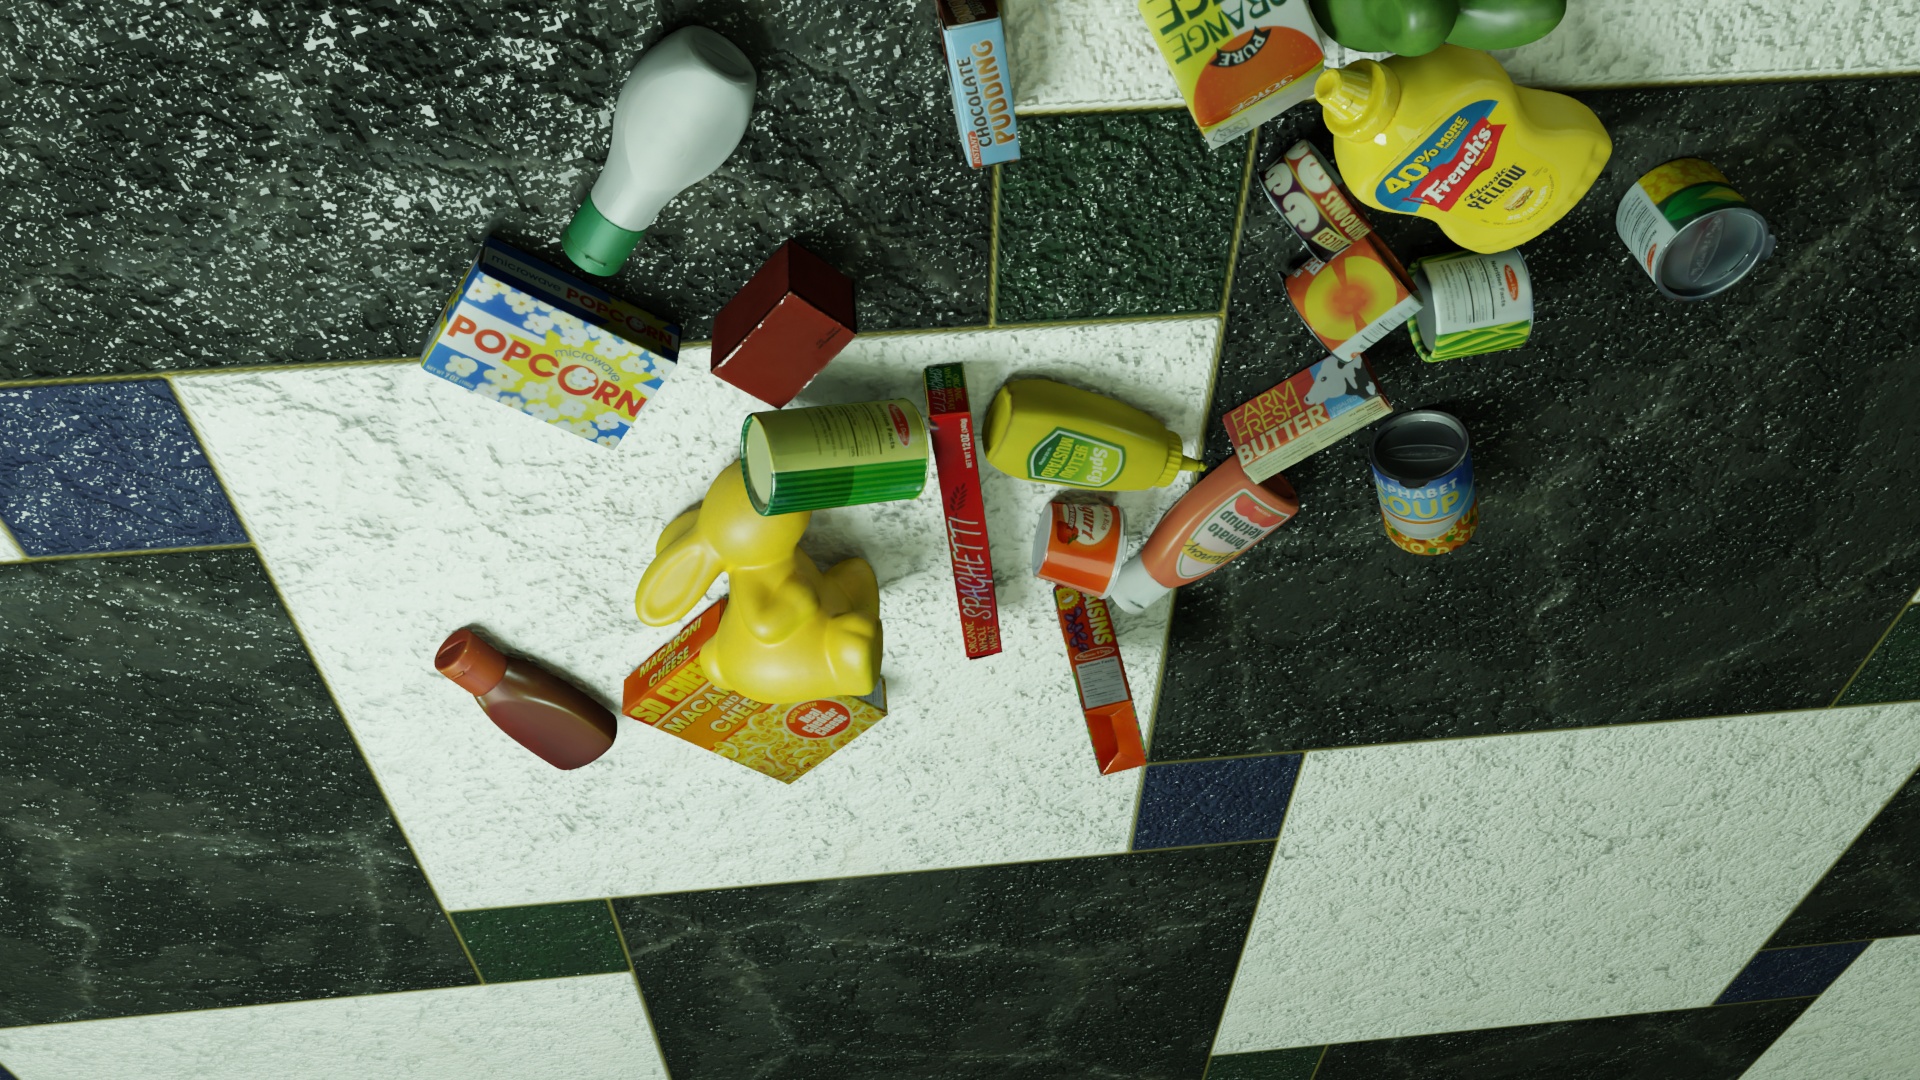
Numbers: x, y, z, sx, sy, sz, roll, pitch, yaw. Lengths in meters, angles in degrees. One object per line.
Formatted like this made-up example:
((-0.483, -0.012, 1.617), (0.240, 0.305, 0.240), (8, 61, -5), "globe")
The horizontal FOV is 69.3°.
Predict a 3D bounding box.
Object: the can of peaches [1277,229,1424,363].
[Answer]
((0.237, -0.153, 0.845), (0.058, 0.071, 0.071), (-37, 129, 27), "can of peaches")

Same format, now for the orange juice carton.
((0.120, -0.281, 0.687), (0.071, 0.073, 0.192), (-26, 134, 17), "orange juice carton")

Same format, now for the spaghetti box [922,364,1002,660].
((0.003, -0.012, 0.965), (0.029, 0.050, 0.248), (-8, 137, 1), "spaghetti box")

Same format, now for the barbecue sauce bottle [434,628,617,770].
((-0.333, 0.121, 1.058), (0.065, 0.044, 0.148), (-26, 133, 18), "barbecue sauce bottle")

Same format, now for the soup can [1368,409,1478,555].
((0.325, -0.037, 0.972), (0.071, 0.072, 0.083), (-18, 136, 11), "soup can")

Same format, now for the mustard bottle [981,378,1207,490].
((0.097, -0.064, 0.926), (0.160, 0.049, 0.065), (10, 135, -18), "mustard bottle")

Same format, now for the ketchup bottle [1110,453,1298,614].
((0.170, -0.001, 1.006), (0.064, 0.044, 0.148), (27, 127, -31), "ketchup bottle")

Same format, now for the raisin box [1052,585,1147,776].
((0.104, 0.101, 1.044), (0.040, 0.124, 0.085), (-15, 136, 5), "raisin box")

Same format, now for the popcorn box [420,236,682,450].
((-0.243, -0.115, 0.830), (0.126, 0.038, 0.085), (24, 127, -29), "popcorn box")

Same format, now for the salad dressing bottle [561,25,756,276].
((-0.166, -0.205, 0.746), (0.064, 0.044, 0.147), (23, 129, -31), "salad dressing bottle")

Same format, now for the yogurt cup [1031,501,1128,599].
((0.083, 0.004, 0.985), (0.054, 0.073, 0.072), (11, 134, -8), "yogurt cup")

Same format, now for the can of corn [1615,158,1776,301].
((0.444, -0.189, 0.841), (0.071, 0.058, 0.070), (-4, 136, -4), "can of corn")

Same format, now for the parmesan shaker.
((-0.081, -0.055, 0.874), (0.103, 0.071, 0.071), (-8, 139, -25), "parmesan shaker")

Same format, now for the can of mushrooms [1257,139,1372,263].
((0.204, -0.192, 0.793), (0.033, 0.071, 0.071), (-36, 130, 24), "can of mushrooms")

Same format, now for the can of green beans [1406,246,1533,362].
((0.313, -0.147, 0.860), (0.058, 0.071, 0.071), (-10, 136, 3), "can of green beans")

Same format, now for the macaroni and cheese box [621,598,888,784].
((-0.160, 0.121, 1.087), (0.166, 0.040, 0.123), (32, 124, -34), "macaroni and cheese box")

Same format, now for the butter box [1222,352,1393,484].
((0.228, -0.084, 0.922), (0.103, 0.053, 0.024), (-30, 135, 22), "butter box")

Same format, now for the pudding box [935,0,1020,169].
((0.009, -0.244, 0.726), (0.030, 0.050, 0.083), (-12, 136, 2), "pudding box")
